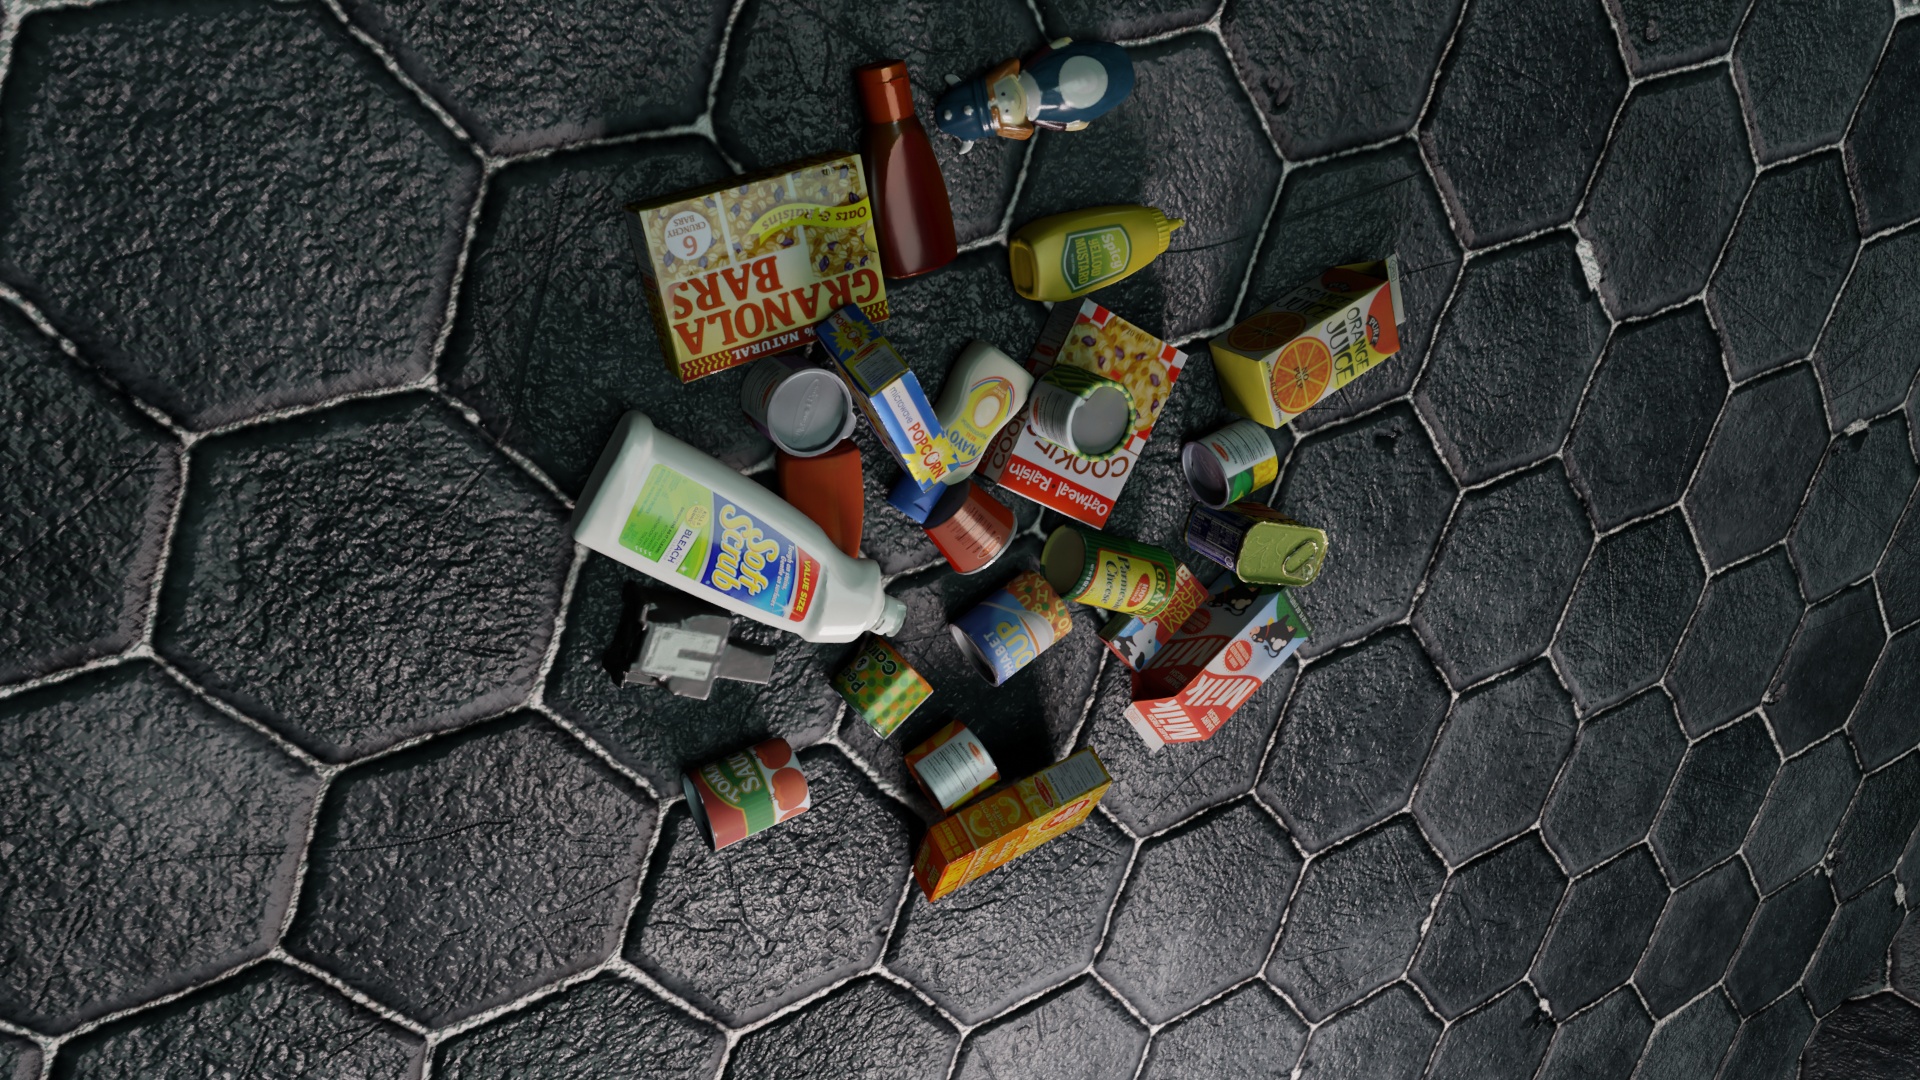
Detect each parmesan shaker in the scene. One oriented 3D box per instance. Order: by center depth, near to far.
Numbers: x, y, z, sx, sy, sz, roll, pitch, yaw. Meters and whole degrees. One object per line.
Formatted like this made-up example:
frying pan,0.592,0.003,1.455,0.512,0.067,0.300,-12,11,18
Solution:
parmesan shaker,0.127,0.030,1.214,0.103,0.071,0.071,13,103,-33

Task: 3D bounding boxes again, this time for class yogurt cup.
yogurt cup,0.004,-0.014,1.125,0.072,0.072,0.054,-48,117,-5

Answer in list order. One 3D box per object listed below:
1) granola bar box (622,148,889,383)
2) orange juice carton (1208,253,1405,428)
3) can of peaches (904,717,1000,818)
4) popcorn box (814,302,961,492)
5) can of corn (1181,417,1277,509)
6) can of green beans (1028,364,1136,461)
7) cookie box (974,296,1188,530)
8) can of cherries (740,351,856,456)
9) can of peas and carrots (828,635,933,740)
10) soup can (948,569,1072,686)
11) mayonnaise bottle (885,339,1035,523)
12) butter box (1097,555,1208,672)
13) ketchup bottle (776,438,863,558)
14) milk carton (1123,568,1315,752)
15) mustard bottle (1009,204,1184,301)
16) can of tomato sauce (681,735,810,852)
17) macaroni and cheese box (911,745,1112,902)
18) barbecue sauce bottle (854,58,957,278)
granola bar box,-0.139,-0.195,0.981,0.166,0.039,0.123,-21,119,-22
orange juice carton,0.322,-0.183,1.238,0.193,0.073,0.071,-32,122,-17
can of peaches,-0.008,0.198,1.203,0.058,0.071,0.071,-35,123,-14
popcorn box,-0.052,-0.103,1.016,0.038,0.085,0.126,-36,145,-5
can of corn,0.240,-0.068,1.242,0.058,0.071,0.071,-26,120,-20
can of green beans,0.096,-0.101,1.097,0.071,0.058,0.071,-11,113,-27
cookie box,0.101,-0.106,1.159,0.123,0.040,0.167,22,96,-35
can of cherries,-0.119,-0.099,1.020,0.072,0.058,0.071,-11,114,-27
can of peas and carrots,-0.066,0.119,1.135,0.059,0.071,0.070,-44,125,-8
soup can,0.045,0.075,1.179,0.084,0.071,0.071,-35,123,-14
mayonnaise bottle,-0.004,-0.084,1.105,0.064,0.041,0.148,33,90,-37
butter box,0.179,0.068,1.285,0.103,0.024,0.053,-47,125,-6
ketchup bottle,-0.105,-0.004,1.076,0.065,0.043,0.148,-11,115,-20
milk carton,0.234,0.114,1.305,0.191,0.073,0.072,-44,125,-7
mustard bottle,0.117,-0.238,1.109,0.161,0.049,0.065,-21,120,-22
can of tomato sauce,-0.171,0.199,1.105,0.083,0.071,0.071,-20,119,-23
macaroni and cheese box,0.043,0.252,1.232,0.167,0.040,0.123,-23,157,-21
barbecue sauce bottle,-0.044,-0.269,1.005,0.065,0.044,0.148,-26,120,-28
